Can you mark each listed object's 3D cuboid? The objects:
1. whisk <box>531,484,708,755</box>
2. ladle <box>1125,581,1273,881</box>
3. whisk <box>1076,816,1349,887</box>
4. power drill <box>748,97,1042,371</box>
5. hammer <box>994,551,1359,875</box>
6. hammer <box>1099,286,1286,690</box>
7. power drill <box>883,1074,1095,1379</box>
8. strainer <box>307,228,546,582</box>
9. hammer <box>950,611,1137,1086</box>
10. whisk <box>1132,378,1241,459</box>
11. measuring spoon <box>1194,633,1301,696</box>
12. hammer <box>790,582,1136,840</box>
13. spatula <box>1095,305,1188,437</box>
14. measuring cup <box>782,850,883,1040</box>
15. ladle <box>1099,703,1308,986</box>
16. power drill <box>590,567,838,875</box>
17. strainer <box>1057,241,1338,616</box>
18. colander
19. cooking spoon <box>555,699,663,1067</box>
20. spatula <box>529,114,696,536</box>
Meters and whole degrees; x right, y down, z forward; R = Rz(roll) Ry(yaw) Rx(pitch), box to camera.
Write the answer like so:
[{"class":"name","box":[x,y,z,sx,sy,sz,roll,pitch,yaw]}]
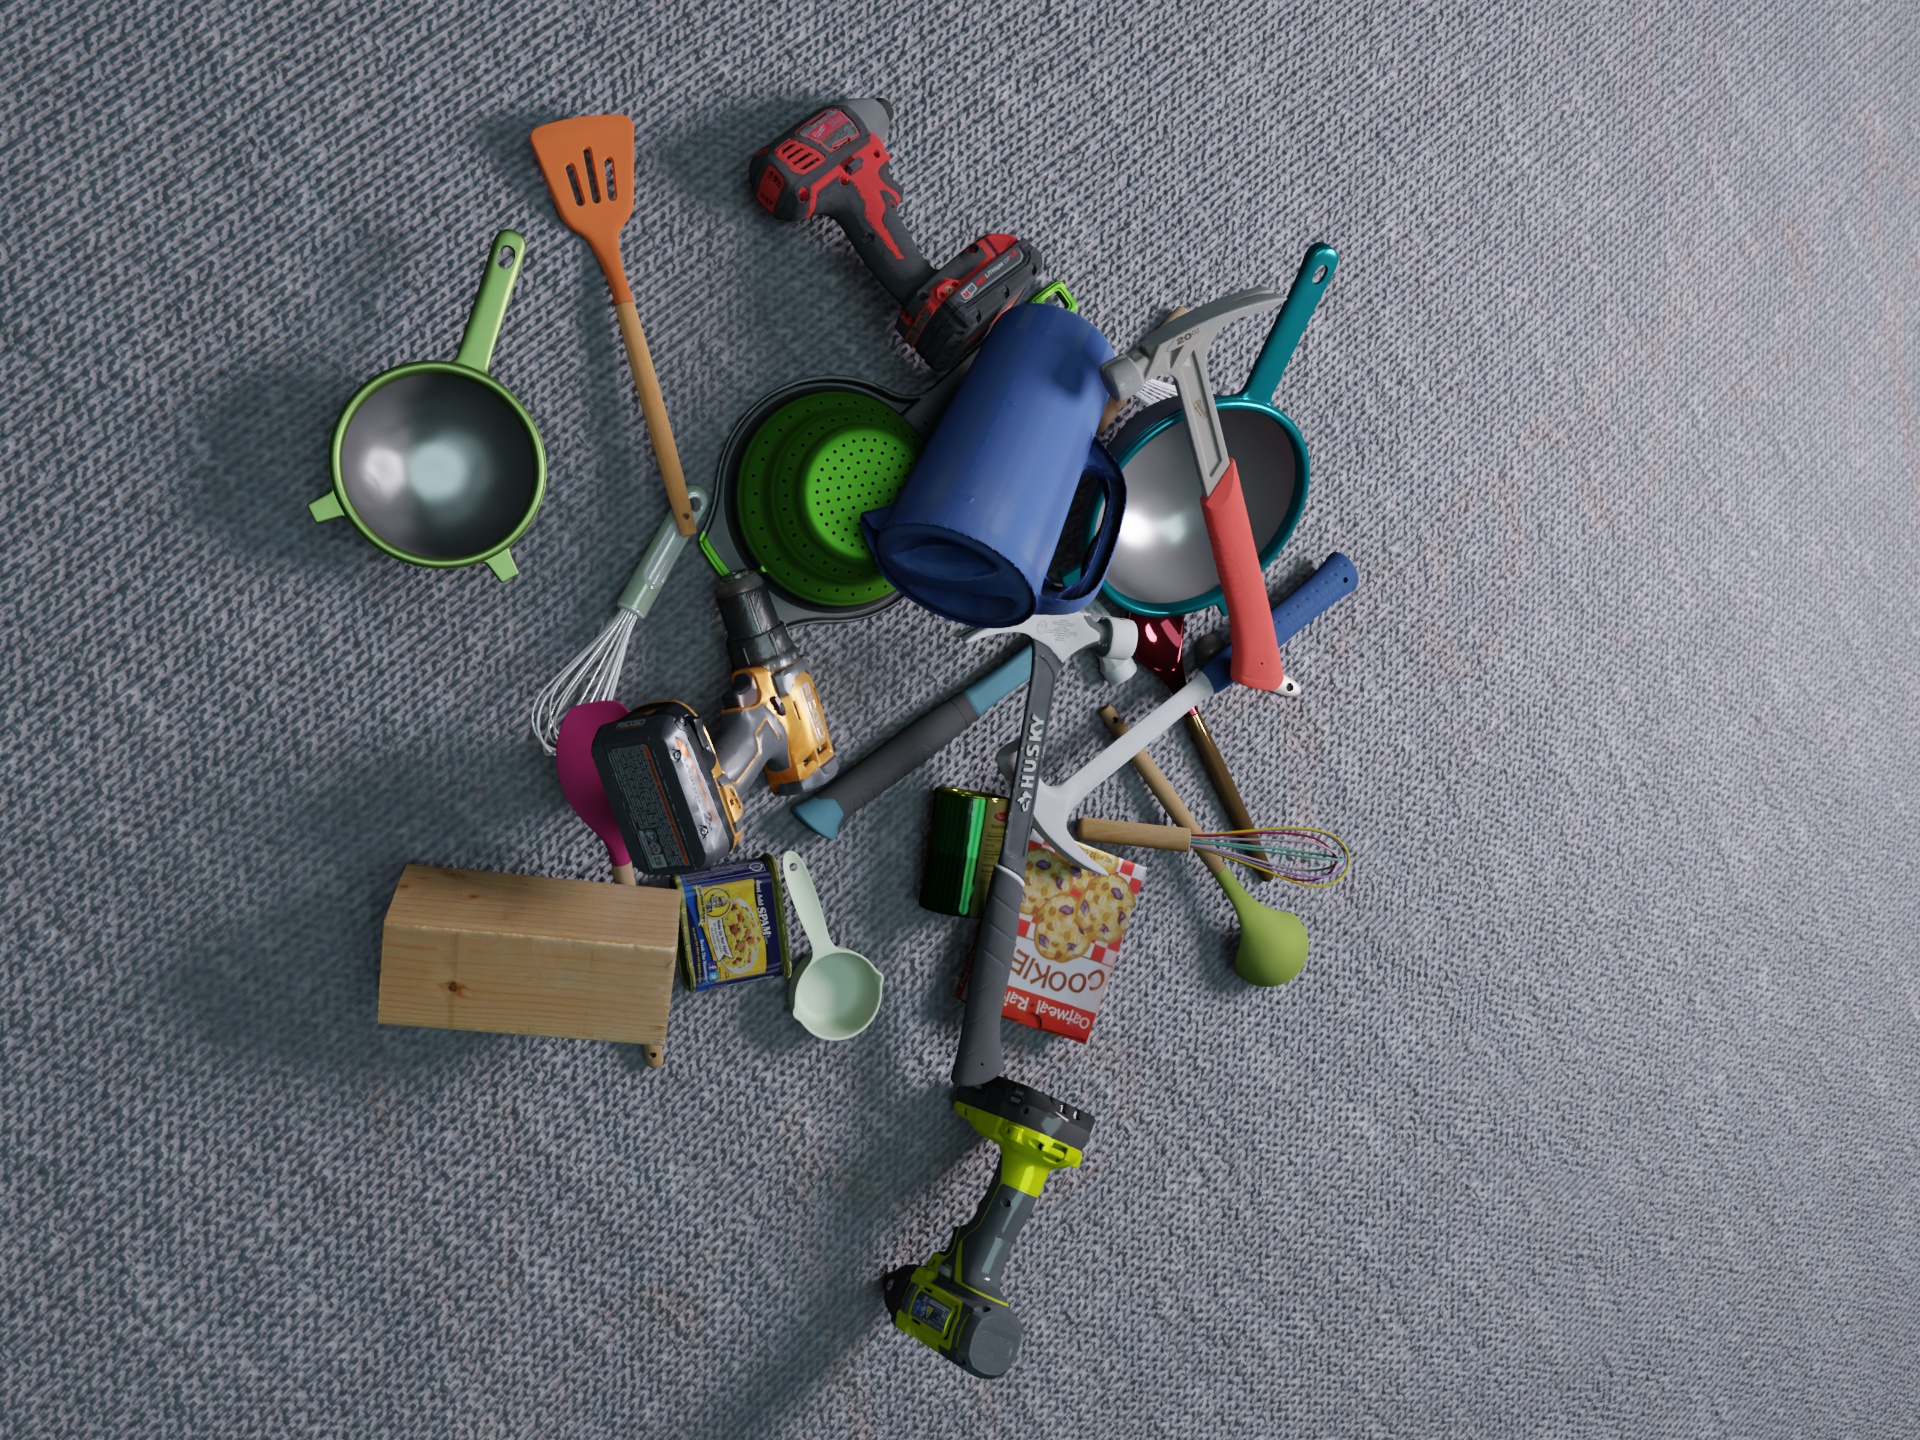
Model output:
[{"class":"whisk","box":[-0.263,-0.080,1.249,0.057,0.059,0.246,34,76,-31]},{"class":"ladle","box":[0.224,0.016,1.464,0.069,0.031,0.315,-34,108,-25]},{"class":"whisk","box":[0.226,0.113,1.420,0.245,0.051,0.047,6,104,2]},{"class":"power drill","box":[-0.048,-0.401,1.275,0.219,0.078,0.143,44,62,-1]},{"class":"hammer","box":[0.213,-0.022,1.421,0.405,0.035,0.144,-37,110,-22]},{"class":"hammer","box":[0.226,-0.170,1.302,0.149,0.037,0.358,-27,128,-5]},{"class":"power drill","box":[0.015,0.416,1.340,0.080,0.171,0.223,31,74,-27]},{"class":"strainer","box":[-0.372,-0.237,1.181,0.151,0.069,0.256,18,86,-20]},{"class":"hammer","box":[0.040,0.108,1.309,0.149,0.036,0.409,6,100,-20]},{"class":"whisk","box":[0.171,-0.284,1.389,0.284,0.070,0.070,21,86,-29]},{"class":"measuring spoon","box":[0.272,-0.047,1.483,0.124,0.018,0.034,22,85,-23]},{"class":"hammer","box":[-0.002,-0.004,1.367,0.331,0.033,0.128,-37,107,-16]},{"class":"spatula","box":[0.105,-0.246,1.402,0.059,0.018,0.316,40,80,-13]},{"class":"measuring cup","box":[-0.121,0.185,1.330,0.083,0.038,0.167,-21,99,-19]},{"class":"ladle","box":[0.219,0.115,1.468,0.078,0.062,0.320,-37,100,-8]},{"class":"power drill","box":[-0.183,-0.003,1.215,0.226,0.084,0.185,-42,119,-58]},{"class":"strainer","box":[0.208,-0.251,1.331,0.211,0.095,0.340,6,123,-31]},{"class":"colander","box":[-0.032,-0.236,1.305,0.397,0.094,0.204,-44,108,-14]},{"class":"cooking spoon","box":[-0.261,0.133,1.238,0.068,0.017,0.318,-9,112,-12]},{"class":"spatula","box":[-0.253,-0.301,1.230,0.081,0.041,0.322,-17,93,-21]}]
